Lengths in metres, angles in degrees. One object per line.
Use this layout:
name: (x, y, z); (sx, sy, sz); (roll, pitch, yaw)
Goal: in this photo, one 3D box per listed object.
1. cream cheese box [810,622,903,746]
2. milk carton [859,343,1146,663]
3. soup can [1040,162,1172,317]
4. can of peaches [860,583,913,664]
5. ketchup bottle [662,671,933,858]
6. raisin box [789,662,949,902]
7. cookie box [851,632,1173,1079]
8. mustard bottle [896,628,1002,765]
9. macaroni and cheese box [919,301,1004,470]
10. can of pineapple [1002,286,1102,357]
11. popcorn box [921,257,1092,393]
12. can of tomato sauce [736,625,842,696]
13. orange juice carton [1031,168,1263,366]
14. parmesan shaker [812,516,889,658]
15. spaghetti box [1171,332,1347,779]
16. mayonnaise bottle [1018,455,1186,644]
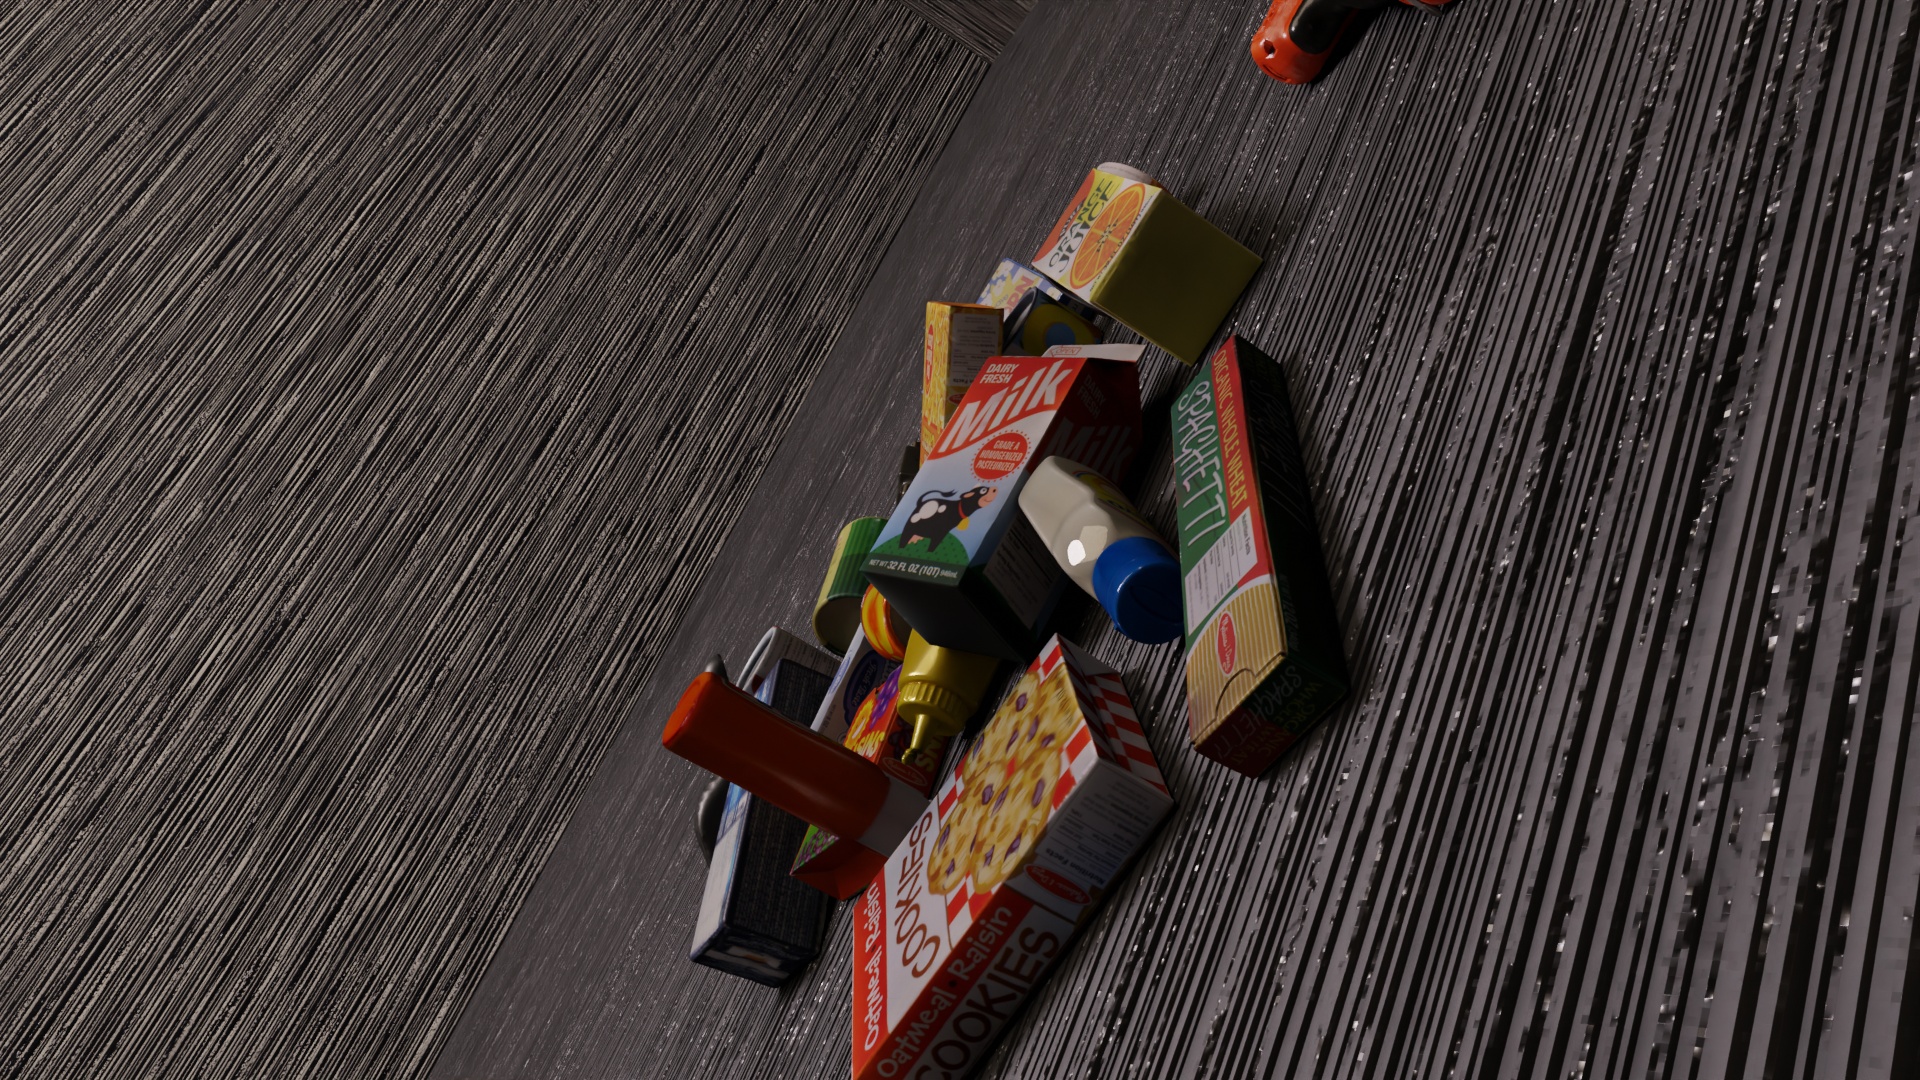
cream cheese box: (-0.056, 0.099, 0.896); (0.024, 0.053, 0.104); (-33, 29, 59)
milk carton: (0.034, -0.036, 0.748); (0.072, 0.073, 0.191); (7, 58, 42)
soup can: (0.105, -0.208, 0.967); (0.084, 0.071, 0.071); (-60, 12, -6)
can of peaches: (-0.023, 0.048, 0.869); (0.071, 0.071, 0.058); (-62, 13, -13)
ketchup bottle: (-0.078, 0.121, 0.712); (0.044, 0.149, 0.064); (-63, 14, -18)
raisin box: (-0.047, 0.137, 0.809); (0.085, 0.040, 0.124); (-45, 18, 49)
cookie box: (0.015, 0.135, 0.576); (0.167, 0.040, 0.123); (-55, 13, 12)
mustard bottle: (-0.001, 0.060, 0.789); (0.065, 0.049, 0.161); (-33, 29, 54)
macaroni and cheese box: (-0.003, -0.082, 0.975); (0.124, 0.040, 0.166); (-128, 41, -77)
can of pineapple: (0.060, -0.140, 0.990); (0.070, 0.058, 0.071); (-54, 14, 20)
popcorn box: (0.035, -0.147, 1.069); (0.126, 0.038, 0.085); (-58, 42, 6)
can of tomato sauce: (-0.121, 0.113, 1.046); (0.071, 0.083, 0.071); (-55, 13, 19)
orange juice carton: (0.101, -0.170, 0.834); (0.071, 0.073, 0.193); (-57, 18, 11)
parmesan shaker: (-0.073, 0.039, 1.078); (0.071, 0.071, 0.103); (-51, 15, 32)
spaghetti box: (0.112, -0.009, 0.554); (0.050, 0.028, 0.251); (-52, 15, 30)
mayonnaise bottle: (0.069, 0.004, 0.627); (0.041, 0.065, 0.148); (-55, 17, 9)
